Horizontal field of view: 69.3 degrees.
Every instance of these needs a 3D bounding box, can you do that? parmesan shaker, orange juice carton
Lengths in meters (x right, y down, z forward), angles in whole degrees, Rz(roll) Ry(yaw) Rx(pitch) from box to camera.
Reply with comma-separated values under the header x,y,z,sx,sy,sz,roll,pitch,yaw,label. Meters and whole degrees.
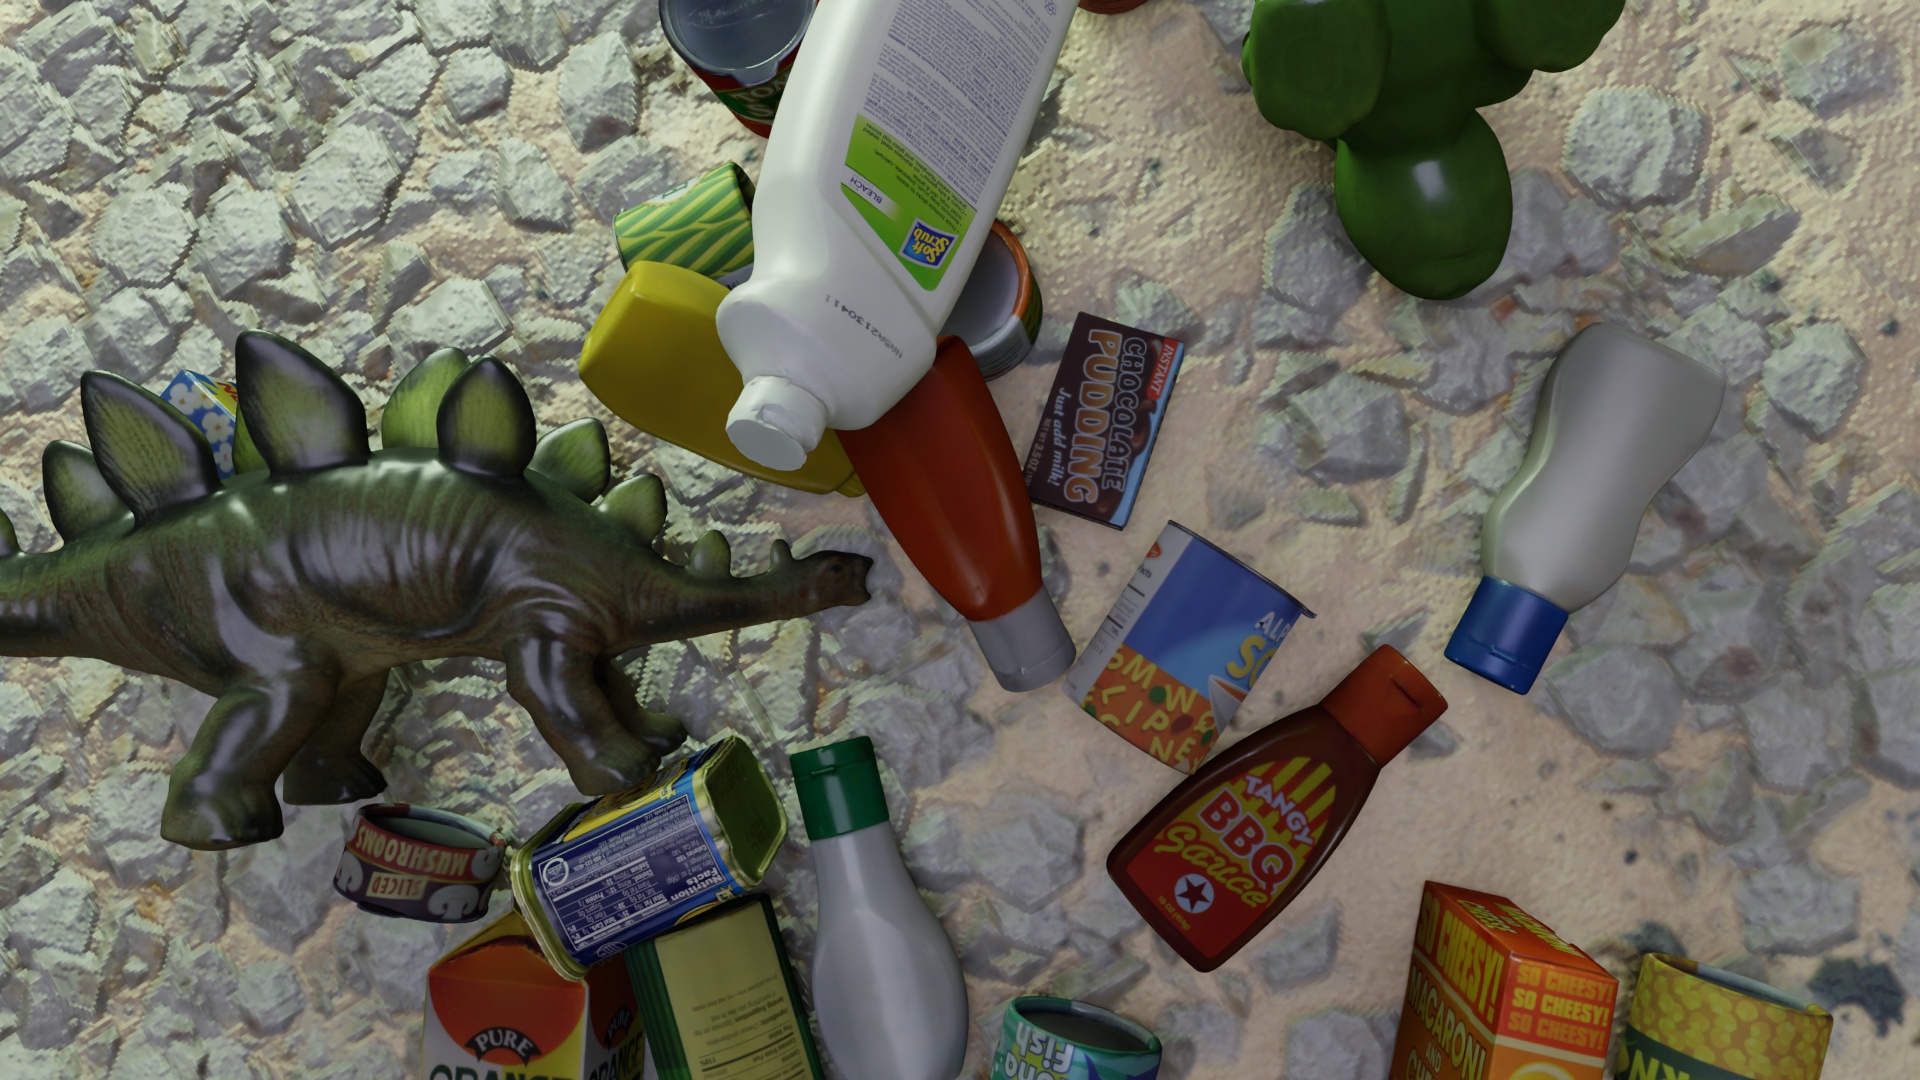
x,y,z,sx,sy,sz,roll,pitch,yaw,label
-0.095,0.208,0.587,0.071,0.071,0.103,-19,84,7,parmesan shaker
-0.182,0.232,0.593,0.073,0.072,0.192,2,87,8,orange juice carton

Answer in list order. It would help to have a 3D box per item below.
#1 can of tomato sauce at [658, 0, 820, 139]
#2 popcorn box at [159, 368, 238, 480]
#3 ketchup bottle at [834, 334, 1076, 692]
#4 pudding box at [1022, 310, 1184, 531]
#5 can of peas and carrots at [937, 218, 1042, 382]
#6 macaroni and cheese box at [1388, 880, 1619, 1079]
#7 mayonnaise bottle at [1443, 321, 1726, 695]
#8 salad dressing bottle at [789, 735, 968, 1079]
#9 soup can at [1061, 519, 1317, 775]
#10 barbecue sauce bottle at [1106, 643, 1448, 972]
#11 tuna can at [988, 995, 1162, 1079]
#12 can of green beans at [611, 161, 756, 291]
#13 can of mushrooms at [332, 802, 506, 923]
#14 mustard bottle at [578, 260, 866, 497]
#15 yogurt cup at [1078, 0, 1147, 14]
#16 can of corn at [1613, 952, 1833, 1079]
x,y,z,sx,sy,sz,roll,pitch,yaw,label
-0.083,-0.216,0.601,0.071,0.083,0.071,0,87,8,can of tomato sauce
-0.334,-0.006,0.646,0.127,0.038,0.085,41,94,8,popcorn box
0.002,-0.007,0.569,0.064,0.044,0.148,-14,112,32,ketchup bottle
0.061,-0.051,0.597,0.050,0.030,0.083,19,90,8,pudding box
-0.001,-0.106,0.595,0.071,0.058,0.071,0,87,8,can of peas and carrots
0.190,0.223,0.515,0.040,0.123,0.166,12,88,6,macaroni and cheese box
0.246,-0.010,0.564,0.065,0.041,0.148,28,92,10,mayonnaise bottle
-0.038,0.159,0.592,0.064,0.044,0.147,-15,83,9,salad dressing bottle
0.093,0.045,0.568,0.071,0.071,0.083,33,92,9,soup can
0.133,0.105,0.571,0.148,0.043,0.065,-44,82,3,barbecue sauce bottle
0.045,0.212,0.563,0.071,0.071,0.033,13,88,9,tuna can
-0.110,-0.124,0.608,0.058,0.071,0.071,-24,84,6,can of green beans
-0.236,0.141,0.607,0.071,0.071,0.033,17,88,9,can of mushrooms
-0.078,-0.056,0.588,0.160,0.049,0.065,29,117,-27,mustard bottle
0.064,-0.263,0.598,0.072,0.054,0.072,0,87,8,yogurt cup
0.288,0.197,0.529,0.071,0.071,0.058,15,88,9,can of corn
